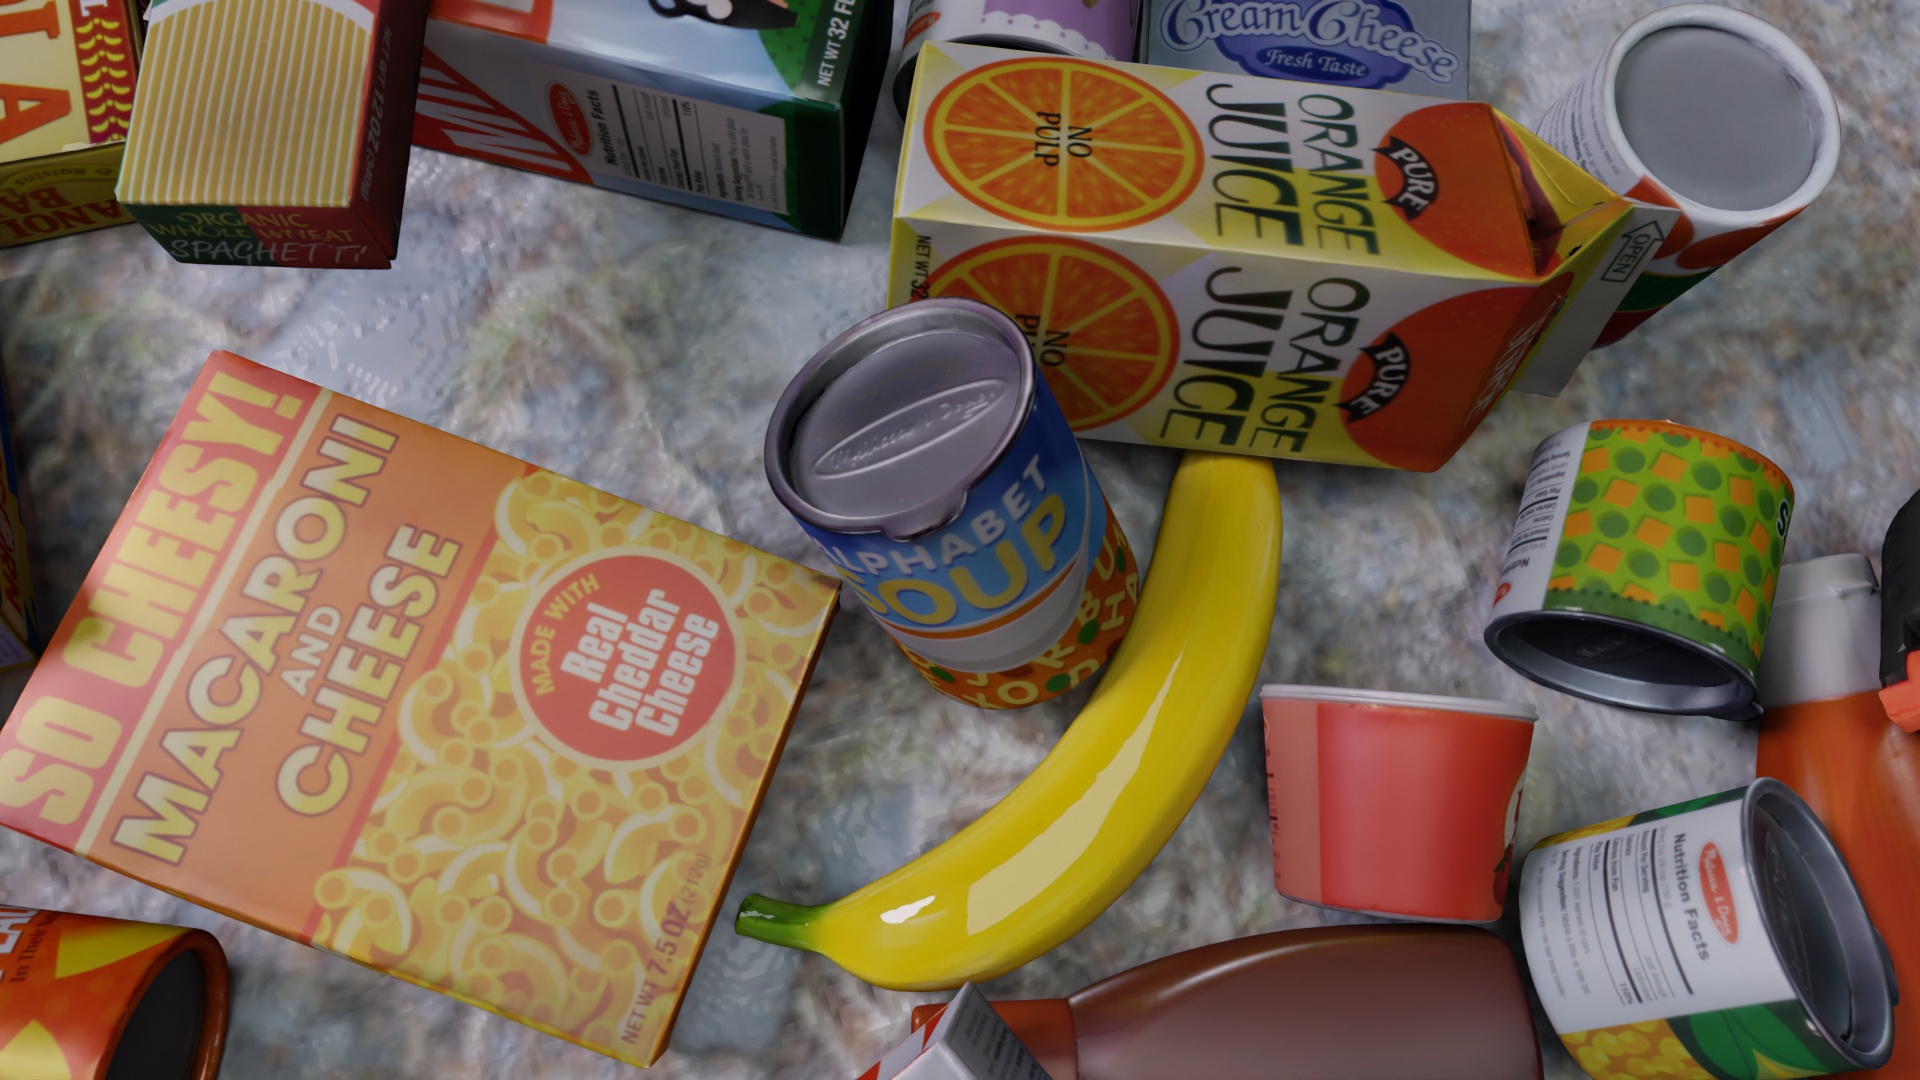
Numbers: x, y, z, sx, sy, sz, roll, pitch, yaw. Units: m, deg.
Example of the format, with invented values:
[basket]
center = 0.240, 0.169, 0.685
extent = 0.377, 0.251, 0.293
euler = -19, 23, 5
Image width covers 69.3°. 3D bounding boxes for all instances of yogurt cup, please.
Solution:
[yogurt cup]
center = 0.109, 0.065, 0.352
extent = 0.072, 0.072, 0.054
euler = 6, 83, -4

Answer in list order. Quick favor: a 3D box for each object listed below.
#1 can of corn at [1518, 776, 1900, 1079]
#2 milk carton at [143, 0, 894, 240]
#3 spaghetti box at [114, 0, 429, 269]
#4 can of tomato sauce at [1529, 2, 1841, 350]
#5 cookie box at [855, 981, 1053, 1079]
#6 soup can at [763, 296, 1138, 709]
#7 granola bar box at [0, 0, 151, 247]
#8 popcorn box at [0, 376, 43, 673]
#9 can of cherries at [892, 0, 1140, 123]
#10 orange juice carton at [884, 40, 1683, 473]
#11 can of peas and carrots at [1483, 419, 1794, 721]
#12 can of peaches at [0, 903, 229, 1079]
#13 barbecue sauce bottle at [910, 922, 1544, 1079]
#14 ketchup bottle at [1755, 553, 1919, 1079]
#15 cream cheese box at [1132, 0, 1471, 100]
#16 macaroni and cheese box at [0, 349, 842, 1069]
[can of corn]
center = 0.182, 0.099, 0.340
extent = 0.071, 0.058, 0.071
euler = 23, 53, -34
[milk carton]
center = -0.117, -0.150, 0.380
extent = 0.191, 0.073, 0.072
euler = 12, 74, -2
[spaghetti box]
center = -0.150, -0.184, 0.333
extent = 0.050, 0.028, 0.250
euler = 1, 73, -3
[can of tomato sauce]
center = 0.192, -0.100, 0.393
extent = 0.071, 0.083, 0.071
euler = 1, 76, -5
[cookie box]
center = 0.009, 0.201, 0.294
extent = 0.123, 0.040, 0.167
euler = -42, 84, 8
[soup can]
center = 0.001, -0.004, 0.336
extent = 0.071, 0.083, 0.072
euler = -14, 50, 17
[granola bar box]
center = -0.291, -0.161, 0.384
extent = 0.124, 0.039, 0.166
euler = -14, 77, -9
[popcorn box]
center = -0.276, -0.018, 0.326
extent = 0.085, 0.038, 0.127
euler = -17, 62, -22
[can of cherries]
center = 0.020, -0.147, 0.399
extent = 0.071, 0.071, 0.058
euler = 9, 74, -3
[orange juice carton]
center = 0.079, -0.071, 0.366
extent = 0.193, 0.071, 0.073
euler = 6, 52, -2
[can of peas and carrots]
center = 0.184, 0.009, 0.372
extent = 0.071, 0.070, 0.059
euler = 21, 74, 0
[can of peaches]
center = -0.204, 0.113, 0.305
extent = 0.058, 0.071, 0.071
euler = 9, 75, -4
[barbecue sauce bottle]
center = 0.063, 0.129, 0.340
extent = 0.149, 0.043, 0.065
euler = -1, 74, -5
[ketchup bottle]
center = 0.245, 0.079, 0.371
extent = 0.065, 0.043, 0.149
euler = -5, 76, -10
[cream cheese box]
center = 0.104, -0.151, 0.428
extent = 0.104, 0.024, 0.053
euler = 7, 74, -4
[macaroni and cheese box]
center = -0.129, 0.040, 0.346
extent = 0.166, 0.040, 0.124
euler = 21, 74, 0
